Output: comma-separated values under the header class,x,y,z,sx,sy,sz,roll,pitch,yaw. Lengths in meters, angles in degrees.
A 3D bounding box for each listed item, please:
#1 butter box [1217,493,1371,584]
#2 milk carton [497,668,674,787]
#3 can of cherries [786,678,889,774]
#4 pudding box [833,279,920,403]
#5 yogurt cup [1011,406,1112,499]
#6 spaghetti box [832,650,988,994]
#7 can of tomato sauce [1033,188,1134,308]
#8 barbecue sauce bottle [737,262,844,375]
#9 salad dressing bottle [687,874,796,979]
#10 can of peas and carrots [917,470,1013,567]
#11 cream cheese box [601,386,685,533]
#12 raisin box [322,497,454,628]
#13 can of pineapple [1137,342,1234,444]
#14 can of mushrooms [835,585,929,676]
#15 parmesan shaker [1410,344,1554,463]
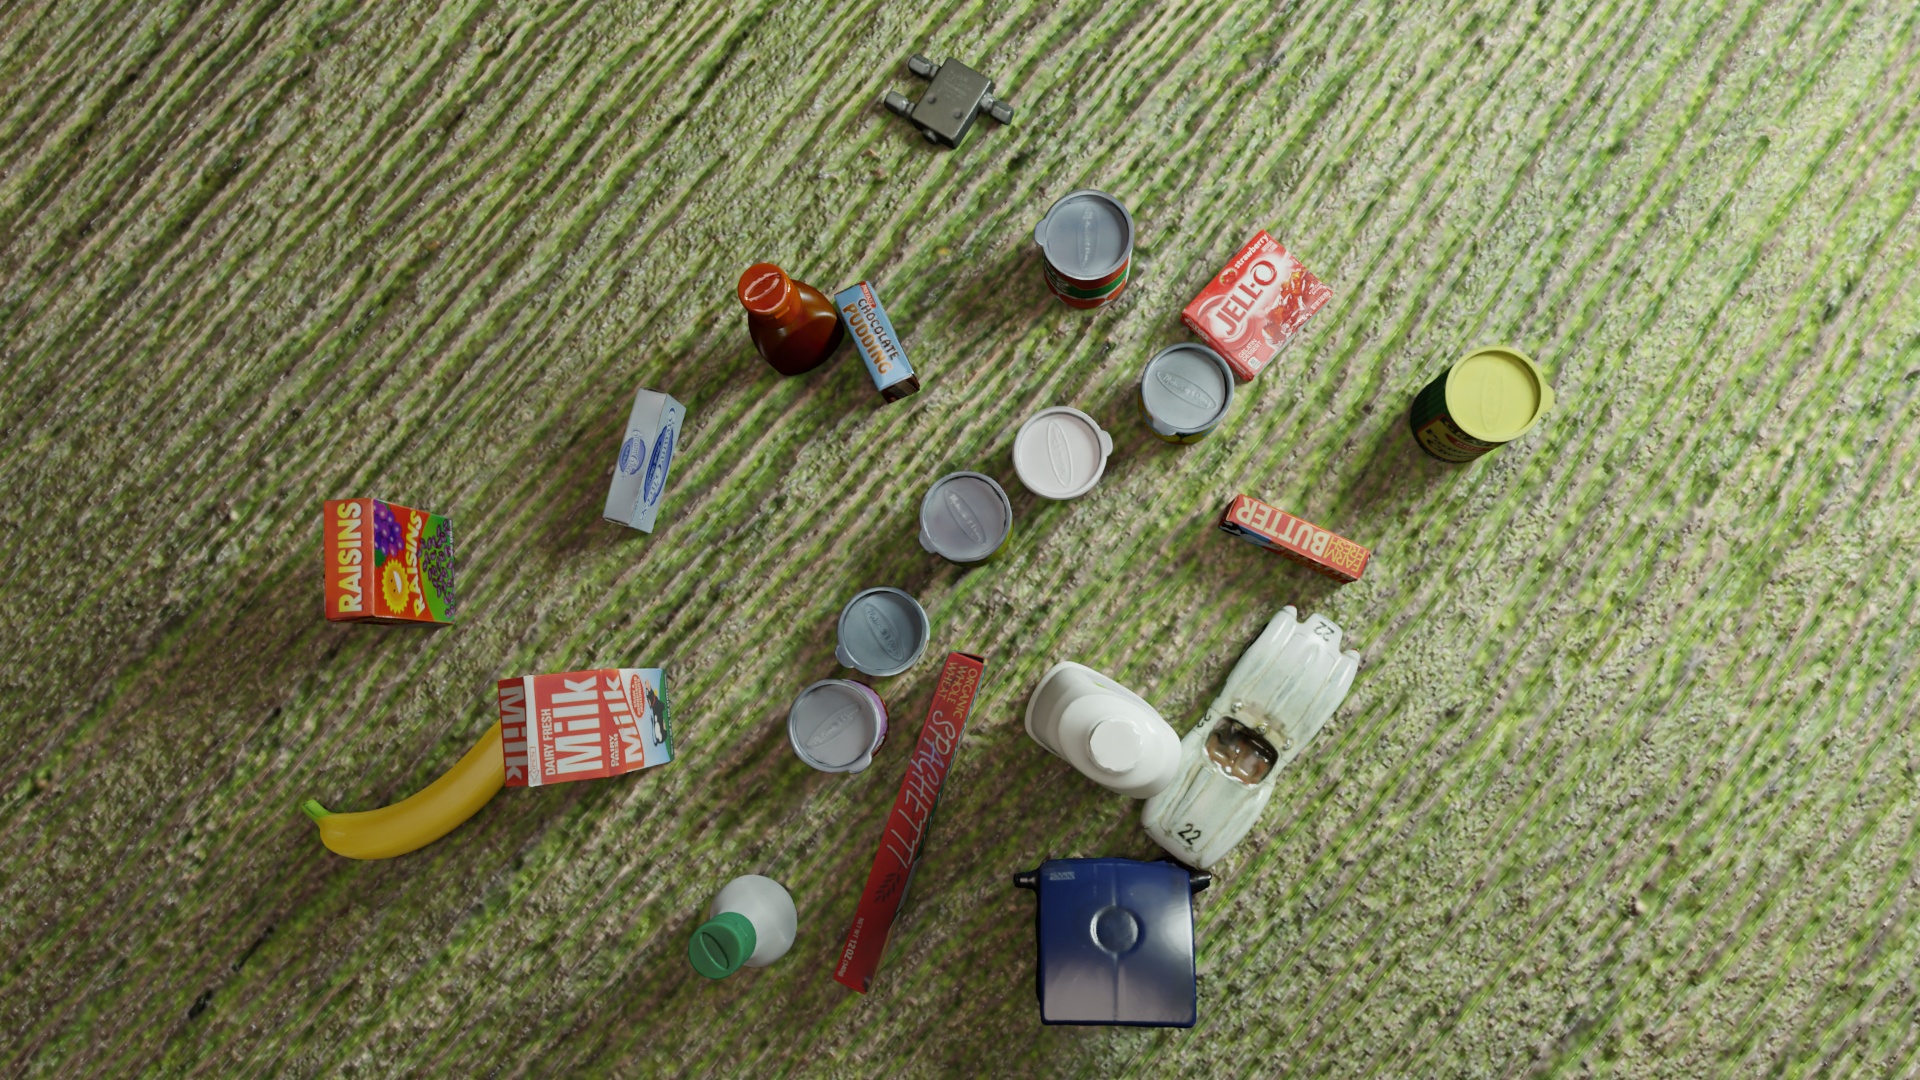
class,x,y,z,sx,sy,sz,roll,pitch,yaw
butter box,0.240,-0.001,1.001,0.103,0.053,0.024,24,87,7
milk carton,-0.261,0.127,0.957,0.073,0.190,0.072,-7,84,4
can of cherries,-0.087,0.136,1.008,0.071,0.058,0.071,0,84,5
pudding box,-0.062,-0.149,1.043,0.030,0.049,0.084,-26,82,2
yogurt cup,0.073,-0.060,1.020,0.072,0.054,0.072,0,84,5
spaghetti box,-0.033,0.198,1.001,0.029,0.050,0.250,19,85,6
can of tomato sauce,0.091,-0.212,1.021,0.071,0.083,0.071,0,84,5
barbecue sauce bottle,-0.125,-0.160,1.000,0.065,0.148,0.044,-36,82,0
salad dressing bottle,-0.150,0.267,0.953,0.044,0.147,0.064,-37,82,0
can of peas and carrots,0.004,-0.013,1.018,0.071,0.058,0.071,0,84,5
cream cheese box,-0.237,-0.060,1.045,0.024,0.053,0.104,14,85,6
raisin box,-0.416,0.018,1.015,0.040,0.123,0.086,-4,84,4
can of pineapple,0.162,-0.105,1.016,0.071,0.058,0.071,0,84,5
can of mushrooms,-0.058,0.069,1.026,0.071,0.033,0.071,0,84,5
parmesan shaker,0.364,-0.093,0.976,0.071,0.103,0.071,0,84,5
